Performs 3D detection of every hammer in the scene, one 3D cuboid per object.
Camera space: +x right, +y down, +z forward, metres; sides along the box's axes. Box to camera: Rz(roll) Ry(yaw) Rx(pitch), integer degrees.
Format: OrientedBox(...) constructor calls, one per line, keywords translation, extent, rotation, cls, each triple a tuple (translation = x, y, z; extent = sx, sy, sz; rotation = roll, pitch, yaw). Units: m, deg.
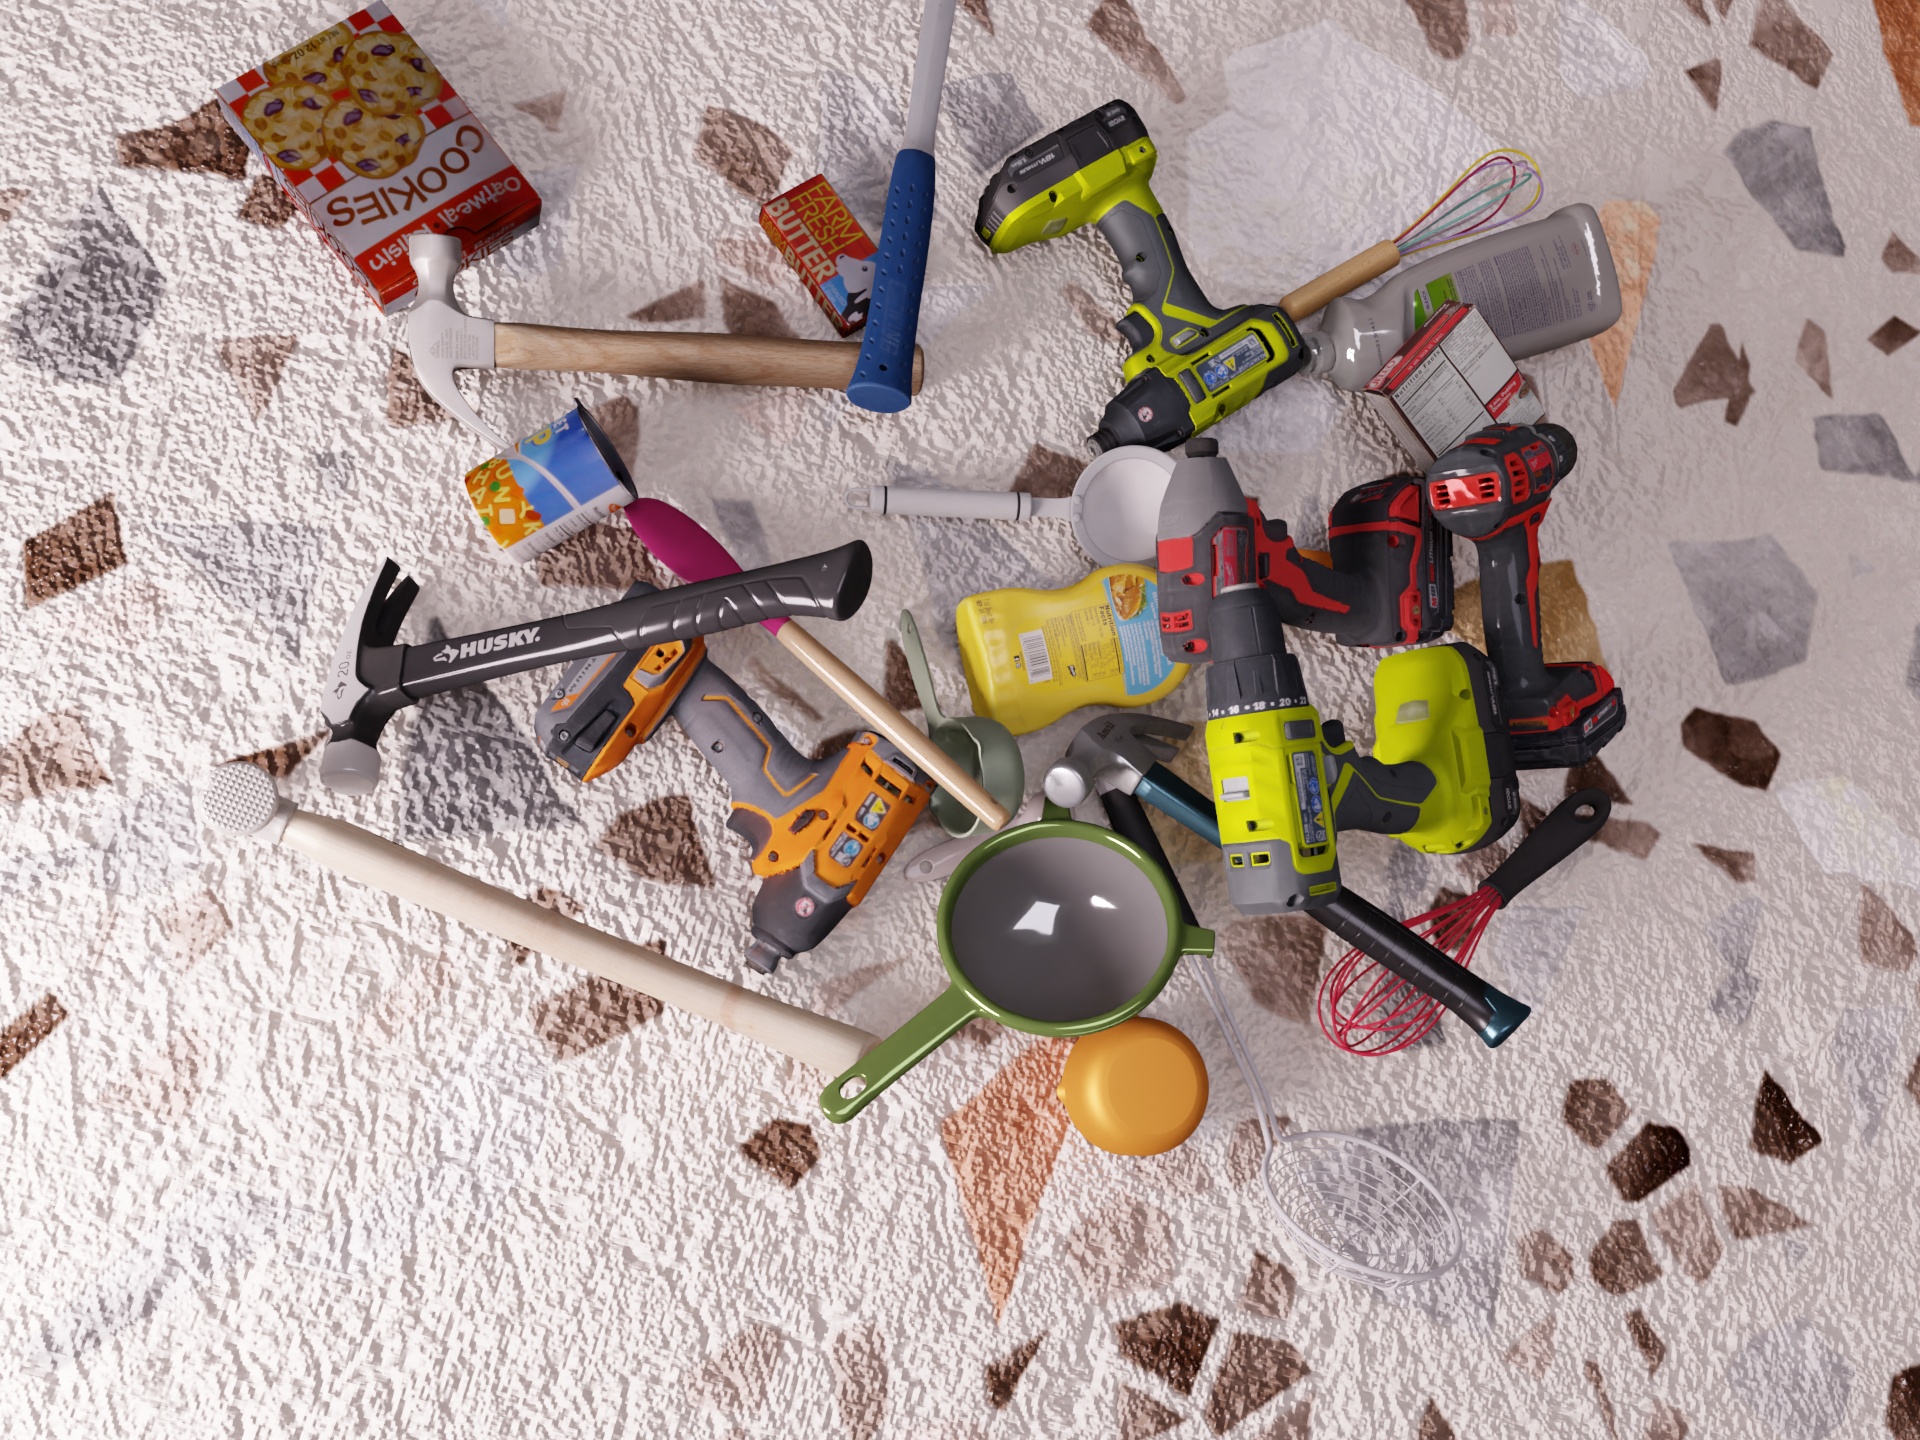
OrientedBox(translation=(0.212, 0.101, 1.008), extent=(0.331, 0.033, 0.128), rotation=(35, 34, 8), cls="hammer")
OrientedBox(translation=(-0.210, -0.055, 0.912), extent=(0.335, 0.035, 0.146), rotation=(-11, 59, 13), cls="hammer")
OrientedBox(translation=(-0.184, -0.234, 1.033), extent=(0.331, 0.031, 0.130), rotation=(0, 97, -18), cls="hammer")
OrientedBox(translation=(-0.235, 0.126, 0.932), extent=(0.410, 0.146, 0.038), rotation=(26, 75, -17), cls="hammer")
OrientedBox(translation=(-0.023, -0.395, 1.094), extent=(0.144, 0.035, 0.406), rotation=(11, 70, -11), cls="hammer")

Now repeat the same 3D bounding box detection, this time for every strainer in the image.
OrientedBox(translation=(0.022, 0.170, 0.974), extent=(0.256, 0.069, 0.152), rotation=(-36, 58, -20), cls="strainer")
OrientedBox(translation=(0.050, -0.146, 1.078), extent=(0.258, 0.050, 0.087), rotation=(2, 98, -7), cls="strainer")

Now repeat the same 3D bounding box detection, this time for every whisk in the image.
OrientedBox(translation=(0.337, -0.363, 1.191), extent=(0.245, 0.051, 0.047), rotation=(-31, 122, -12), cls="whisk")
OrientedBox(translation=(0.351, 0.131, 1.085), extent=(0.296, 0.073, 0.073), rotation=(-35, 88, -23), cls="whisk")

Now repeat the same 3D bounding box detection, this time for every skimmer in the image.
OrientedBox(translation=(0.195, 0.187, 1.018), extent=(0.127, 0.090, 0.363), rotation=(-17, 79, -49), cls="skimmer")

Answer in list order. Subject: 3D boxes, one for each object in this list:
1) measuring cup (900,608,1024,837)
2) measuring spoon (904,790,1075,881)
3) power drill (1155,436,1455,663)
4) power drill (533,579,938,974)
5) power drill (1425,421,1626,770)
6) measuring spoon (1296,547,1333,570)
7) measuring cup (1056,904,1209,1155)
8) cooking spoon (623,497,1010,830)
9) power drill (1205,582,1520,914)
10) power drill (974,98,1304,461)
OrientedBox(translation=(-0.002, -0.003, 1.026), extent=(0.038, 0.083, 0.168), rotation=(-3, 59, -28), cls="measuring cup")
OrientedBox(translation=(0.021, 0.078, 1.036), extent=(0.124, 0.018, 0.034), rotation=(-22, 85, -17), cls="measuring spoon")
OrientedBox(translation=(0.222, -0.111, 1.051), extent=(0.219, 0.078, 0.143), rotation=(-3, 91, -32), cls="power drill")
OrientedBox(translation=(-0.146, 0.039, 0.974), extent=(0.226, 0.084, 0.164), rotation=(36, 74, -8), cls="power drill")
OrientedBox(translation=(0.391, -0.093, 1.088), extent=(0.188, 0.080, 0.226), rotation=(-25, 105, -49), cls="power drill")
OrientedBox(translation=(0.252, -0.114, 1.134), extent=(0.117, 0.011, 0.021), rotation=(9, 77, -12), cls="measuring spoon")
OrientedBox(translation=(0.111, 0.190, 1.015), extent=(0.095, 0.052, 0.174), rotation=(-2, 80, -14), cls="measuring cup")
OrientedBox(translation=(-0.090, -0.041, 0.984), extent=(0.319, 0.069, 0.017), rotation=(42, 116, 12), cls="cooking spoon")
OrientedBox(translation=(0.239, 0.010, 0.978), extent=(0.228, 0.080, 0.190), rotation=(-5, 85, -38), cls="power drill")
OrientedBox(translation=(0.114, -0.298, 1.108), extent=(0.171, 0.080, 0.223), rotation=(-33, 90, -16), cls="power drill")
